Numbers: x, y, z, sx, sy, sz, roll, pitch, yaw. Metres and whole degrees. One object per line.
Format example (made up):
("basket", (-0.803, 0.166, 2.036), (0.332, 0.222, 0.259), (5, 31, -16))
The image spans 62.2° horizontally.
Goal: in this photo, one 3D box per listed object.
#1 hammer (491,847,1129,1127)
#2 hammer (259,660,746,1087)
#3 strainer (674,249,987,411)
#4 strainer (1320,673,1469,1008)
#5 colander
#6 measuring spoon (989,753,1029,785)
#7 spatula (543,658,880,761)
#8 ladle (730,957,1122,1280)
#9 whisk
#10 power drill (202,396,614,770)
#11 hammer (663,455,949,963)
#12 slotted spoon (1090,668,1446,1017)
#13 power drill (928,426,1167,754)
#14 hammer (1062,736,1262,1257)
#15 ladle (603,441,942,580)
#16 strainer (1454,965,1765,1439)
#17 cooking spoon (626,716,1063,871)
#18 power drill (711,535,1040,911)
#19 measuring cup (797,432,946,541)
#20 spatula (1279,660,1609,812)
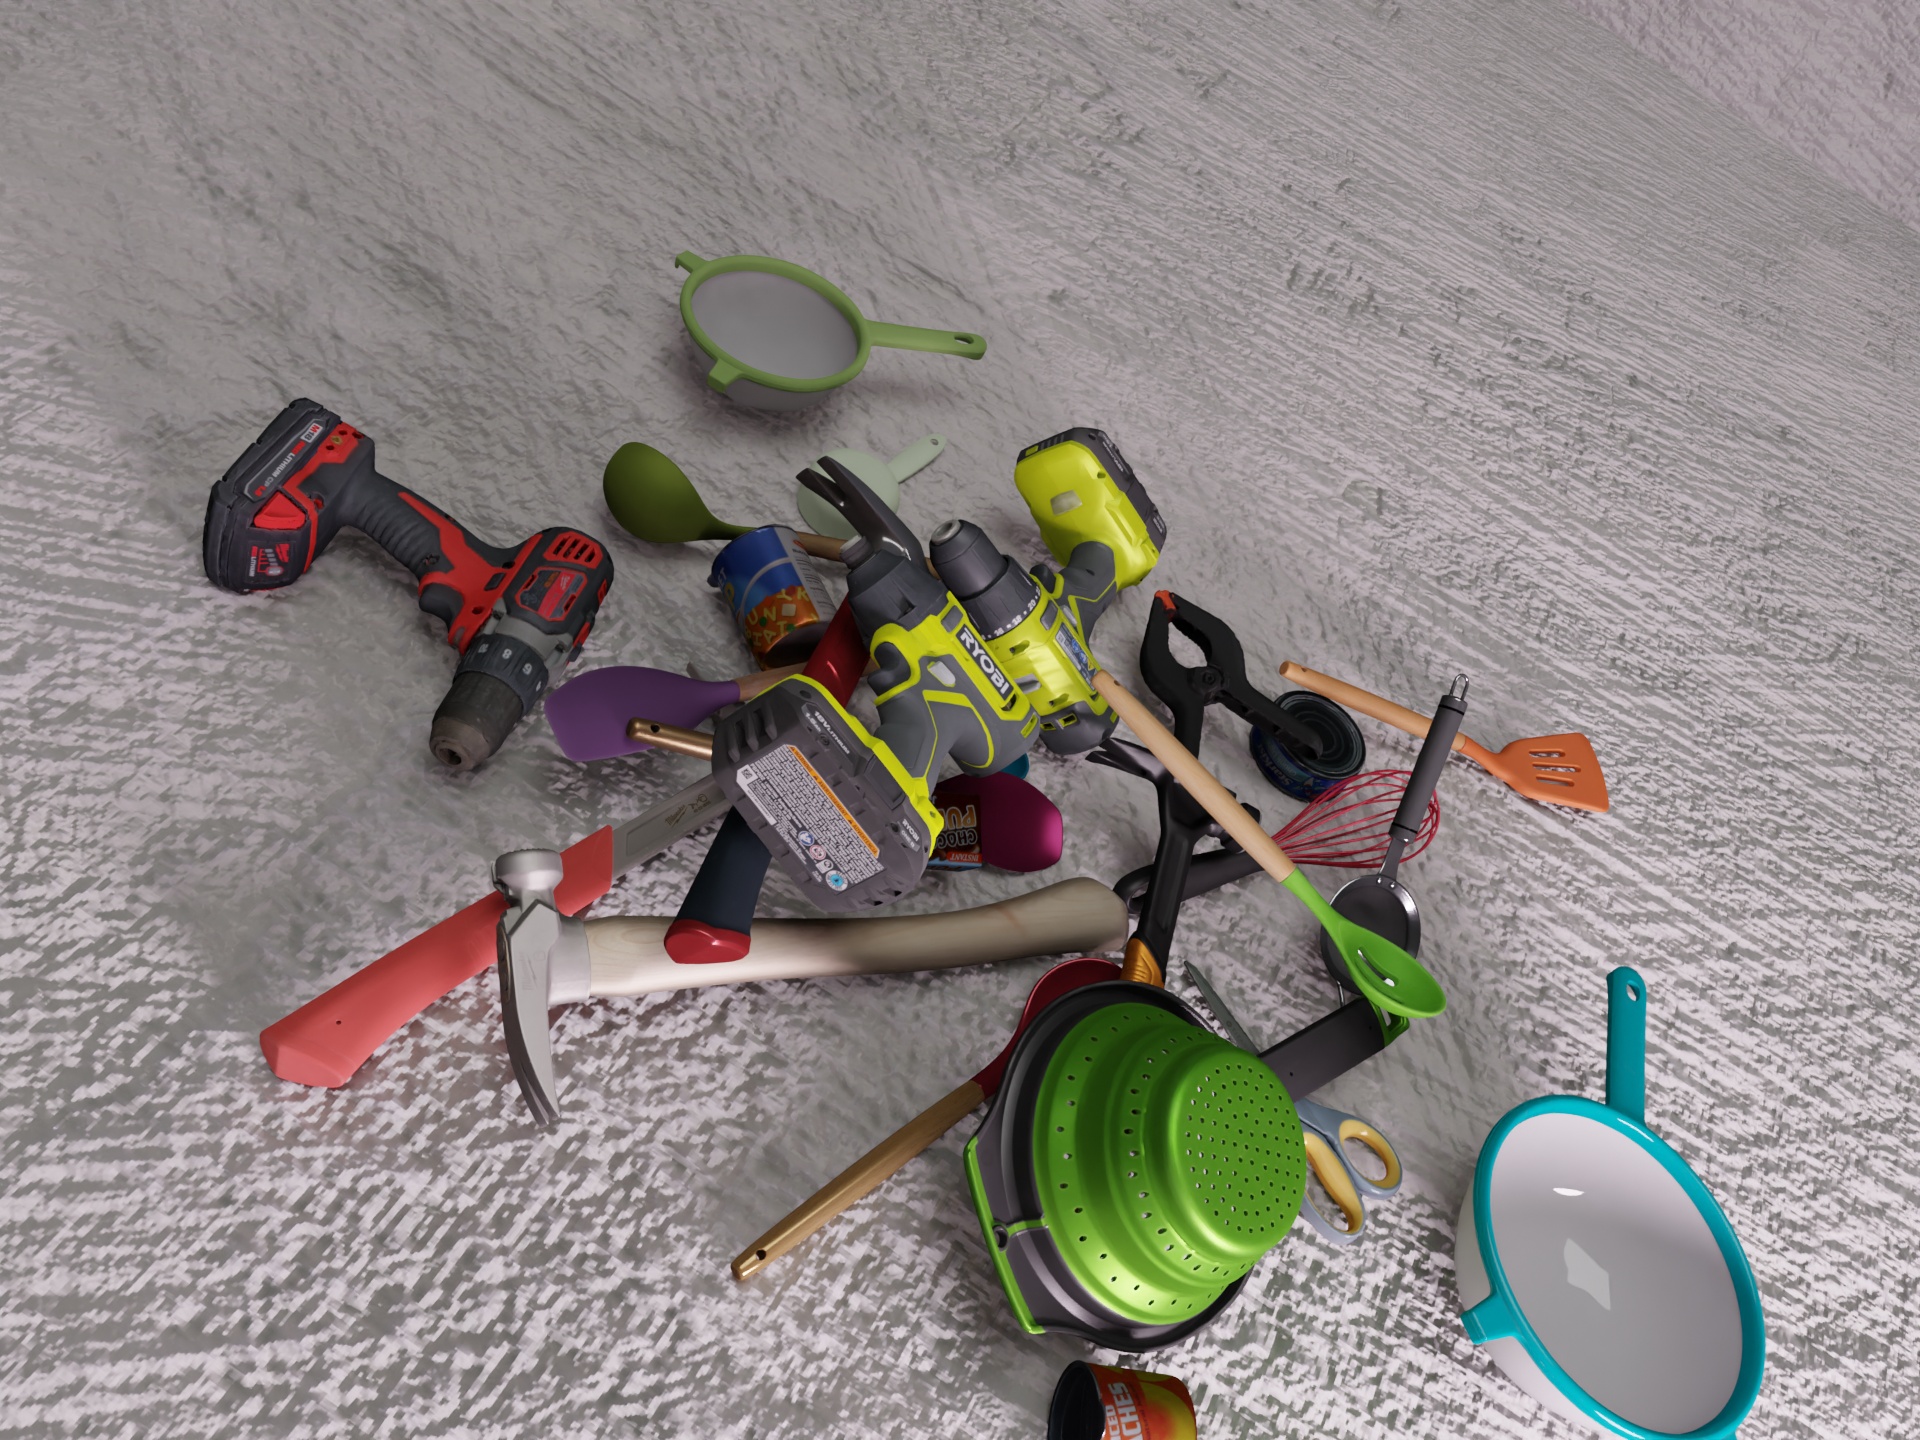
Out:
("hammer", (-0.068, 0.144, 0.949), (0.410, 0.038, 0.146), (1, 68, -32))
("hammer", (-0.240, 0.091, 0.927), (0.149, 0.036, 0.359), (46, 49, 13))
("strainer", (-0.103, -0.290, 1.263), (0.256, 0.069, 0.152), (-1, 53, -27))
("strainer", (0.309, 0.087, 1.124), (0.086, 0.050, 0.258), (22, 89, -22))
("colander", (0.181, 0.224, 0.933), (0.397, 0.094, 0.204), (-15, 83, -42))
("measuring spoon", (-0.002, -0.004, 1.116), (0.129, 0.021, 0.042), (51, 44, 7))
("spatula", (-0.129, -0.025, 1.042), (0.316, 0.018, 0.060), (-14, 69, -43))
("ladle", (-0.008, 0.233, 0.936), (0.315, 0.031, 0.069), (-29, 76, -36))
("whisk", (0.232, 0.090, 1.142), (0.295, 0.073, 0.073), (-13, 62, -27))
("power drill", (-0.346, -0.081, 0.984), (0.226, 0.080, 0.188), (27, 48, -9))
("hammer", (-0.102, -0.012, 0.972), (0.143, 0.038, 0.387), (47, 39, -21))
("slotted spoon", (0.198, 0.082, 1.050), (0.314, 0.031, 0.070), (46, 30, 3))
("power drill", (0.065, -0.113, 1.160), (0.190, 0.080, 0.229), (52, 39, -26))
("hammer", (0.105, 0.167, 0.991), (0.127, 0.034, 0.337), (27, 54, -13))
("ladle", (-0.102, -0.138, 1.158), (0.320, 0.078, 0.062), (9, 72, -26))
("strainer", (0.402, 0.308, 1.032), (0.211, 0.095, 0.341), (31, 46, -5))
("cooking spoon", (-0.064, 0.042, 1.025), (0.318, 0.017, 0.069), (16, 64, -29))
("power drill", (-0.048, -0.006, 0.941), (0.171, 0.080, 0.223), (53, 34, -12))
("measuring cup", (-0.057, -0.196, 1.232), (0.083, 0.038, 0.167), (41, 51, 8))
("spatula", (0.388, 0.005, 1.273), (0.322, 0.041, 0.081), (20, 49, -25))
